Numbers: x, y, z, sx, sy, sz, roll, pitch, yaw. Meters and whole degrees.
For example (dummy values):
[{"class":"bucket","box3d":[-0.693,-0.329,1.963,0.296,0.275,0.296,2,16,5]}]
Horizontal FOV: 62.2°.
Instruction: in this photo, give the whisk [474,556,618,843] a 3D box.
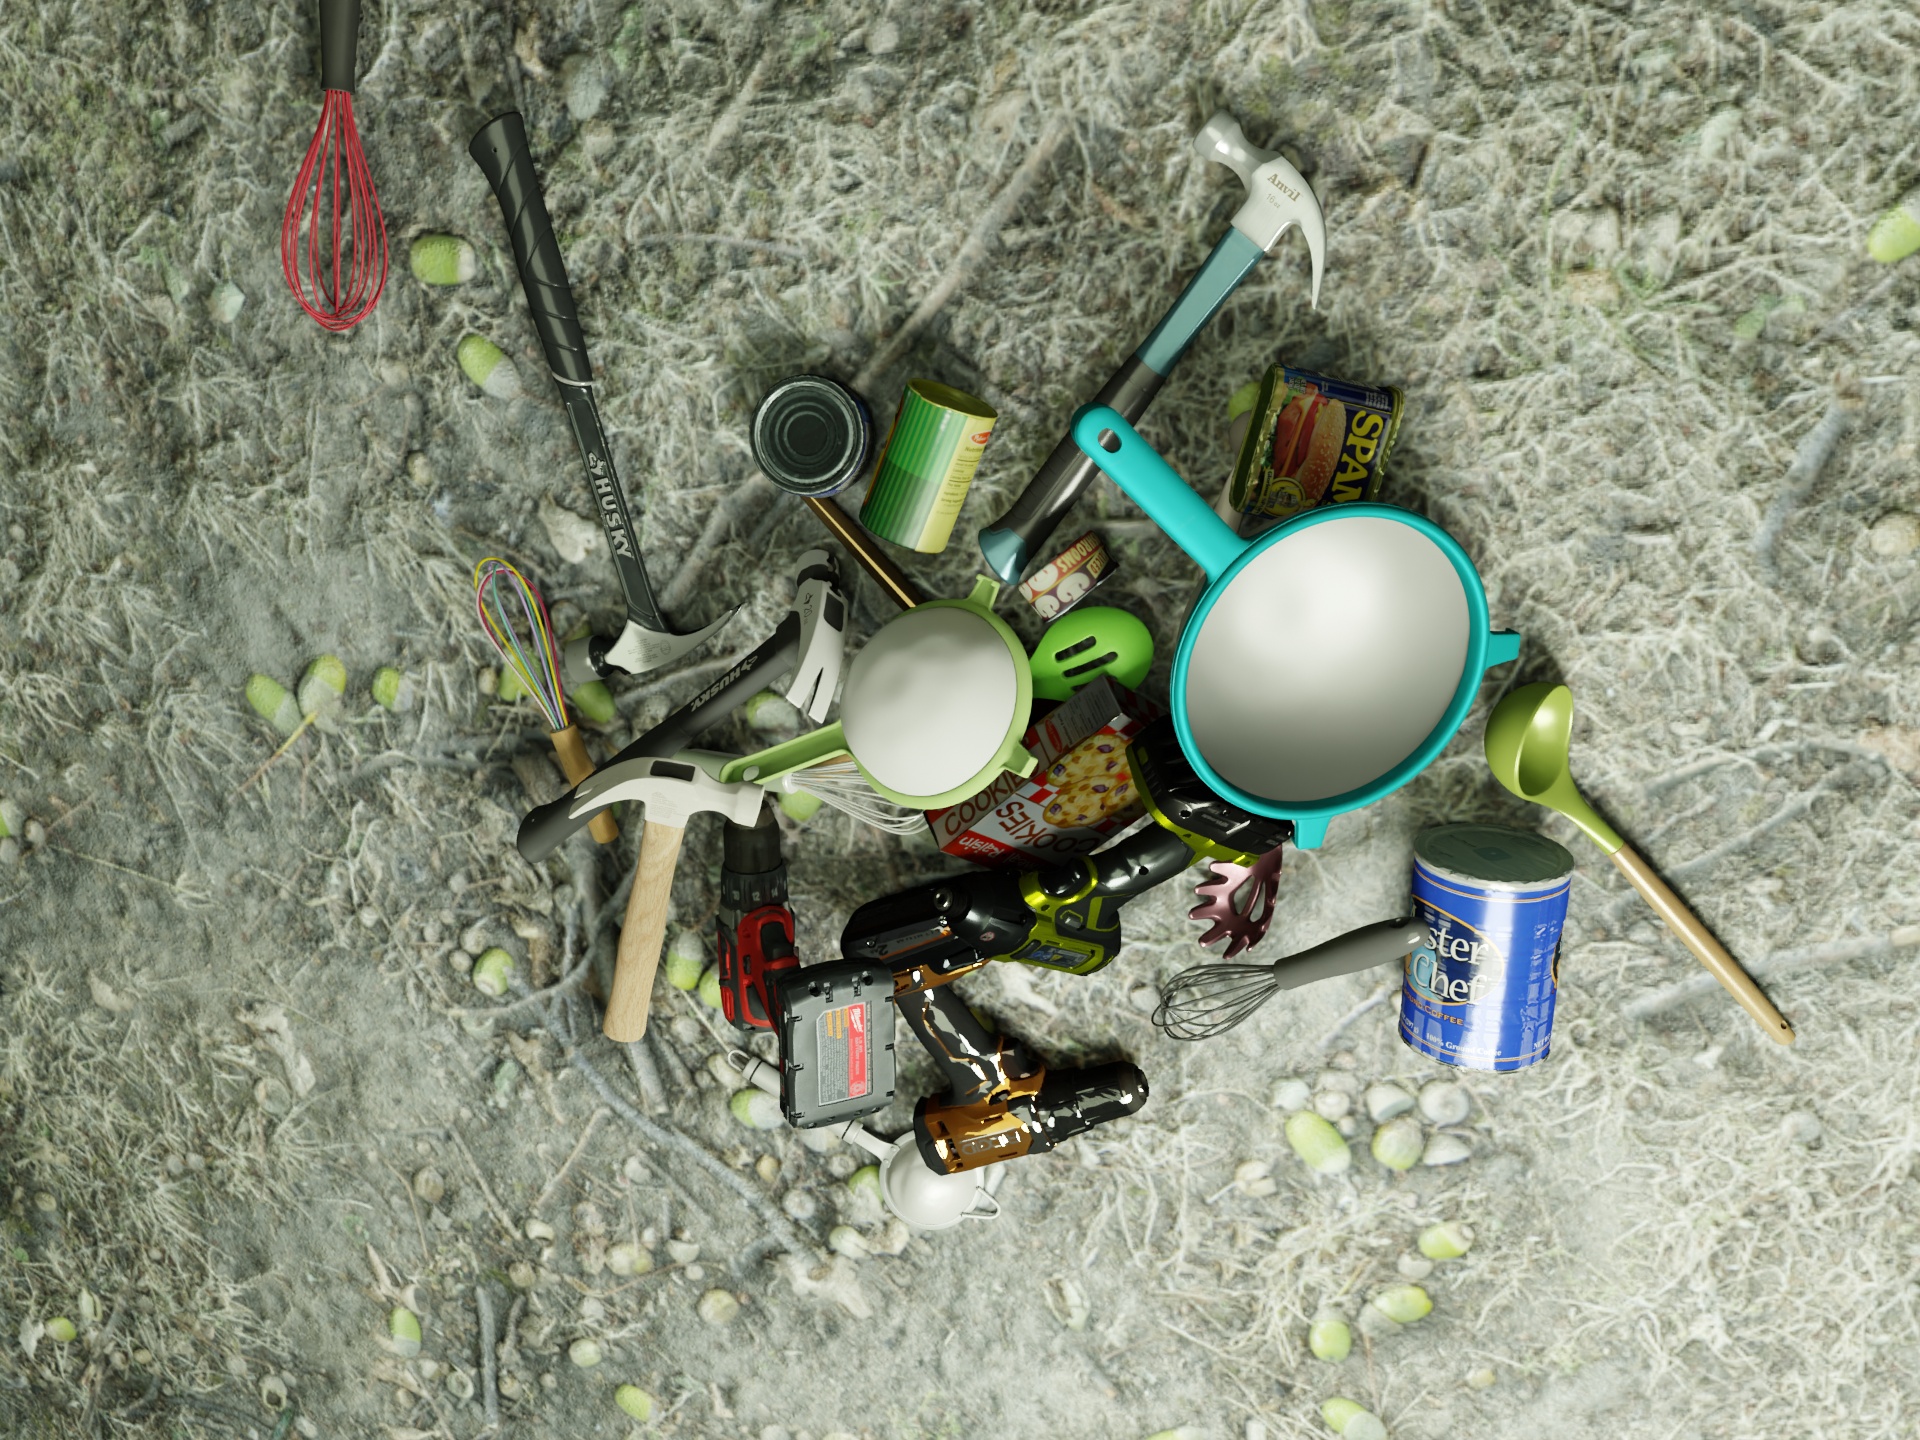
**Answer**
[{"class":"whisk","box3d":[-0.322,-0.014,1.247,0.047,0.051,0.244,-17,108,3]}]

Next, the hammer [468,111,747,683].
[{"class":"hammer","box3d":[-0.275,-0.233,1.166,0.149,0.036,0.408,-10,104,17]}]

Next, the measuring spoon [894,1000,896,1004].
[{"class":"measuring spoon","box3d":[-0.092,0.229,1.280,0.117,0.011,0.021,-18,101,16]}]

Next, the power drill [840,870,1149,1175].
[{"class":"power drill","box3d":[0.027,0.232,1.211,0.185,0.084,0.226,-18,106,16]}]

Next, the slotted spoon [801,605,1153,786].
[{"class":"slotted spoon","box3d":[-0.002,-0.004,1.143,0.314,0.031,0.070,-23,106,32]}]

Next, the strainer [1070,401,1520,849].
[{"class":"strainer","box3d":[0.175,-0.086,0.984,0.340,0.095,0.211,40,99,-26]}]

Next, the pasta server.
[{"class":"pasta server","box3d":[0.231,0.021,1.108,0.060,0.040,0.316,29,114,35]}]

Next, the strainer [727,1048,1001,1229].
[{"class":"strainer","box3d":[-0.083,0.341,1.297,0.258,0.050,0.087,30,97,8]}]

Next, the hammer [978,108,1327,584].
[{"class":"hammer","box3d":[0.117,-0.227,1.062,0.128,0.033,0.331,39,113,2]}]

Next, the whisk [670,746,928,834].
[{"class":"whisk","box3d":[-0.118,0.043,1.188,0.246,0.057,0.059,7,83,27]}]

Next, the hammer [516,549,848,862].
[{"class":"hammer","box3d":[-0.212,0.014,1.175,0.334,0.146,0.035,-35,127,24]}]

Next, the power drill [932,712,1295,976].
[{"class":"power drill","box3d":[0.101,0.095,1.093,0.223,0.171,0.080,-40,52,27]}]

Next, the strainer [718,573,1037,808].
[{"class":"strainer","box3d":[-0.076,-0.002,1.108,0.256,0.069,0.152,-20,67,23]}]

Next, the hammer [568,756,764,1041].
[{"class":"hammer","box3d":[-0.242,0.146,1.217,0.130,0.031,0.331,15,133,-7]}]

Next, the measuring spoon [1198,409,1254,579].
[{"class":"measuring spoon","box3d":[0.184,-0.149,1.076,0.034,0.018,0.124,19,111,8]}]

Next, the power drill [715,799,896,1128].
[{"class":"power drill","box3d":[-0.126,0.174,1.172,0.080,0.227,0.187,-8,110,-24]}]

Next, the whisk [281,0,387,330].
[{"class":"whisk","box3d":[-0.448,-0.431,1.141,0.073,0.073,0.295,9,103,12]}]

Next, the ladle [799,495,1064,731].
[{"class":"ladle","box3d":[-0.018,-0.070,1.154,0.315,0.031,0.069,47,113,-1]}]

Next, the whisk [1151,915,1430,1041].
[{"class":"whisk","box3d":[0.226,0.179,1.117,0.239,0.055,0.055,-30,98,42]}]

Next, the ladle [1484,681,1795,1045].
[{"class":"ladle","box3d":[0.463,0.102,1.062,0.320,0.078,0.062,46,156,-7]}]
